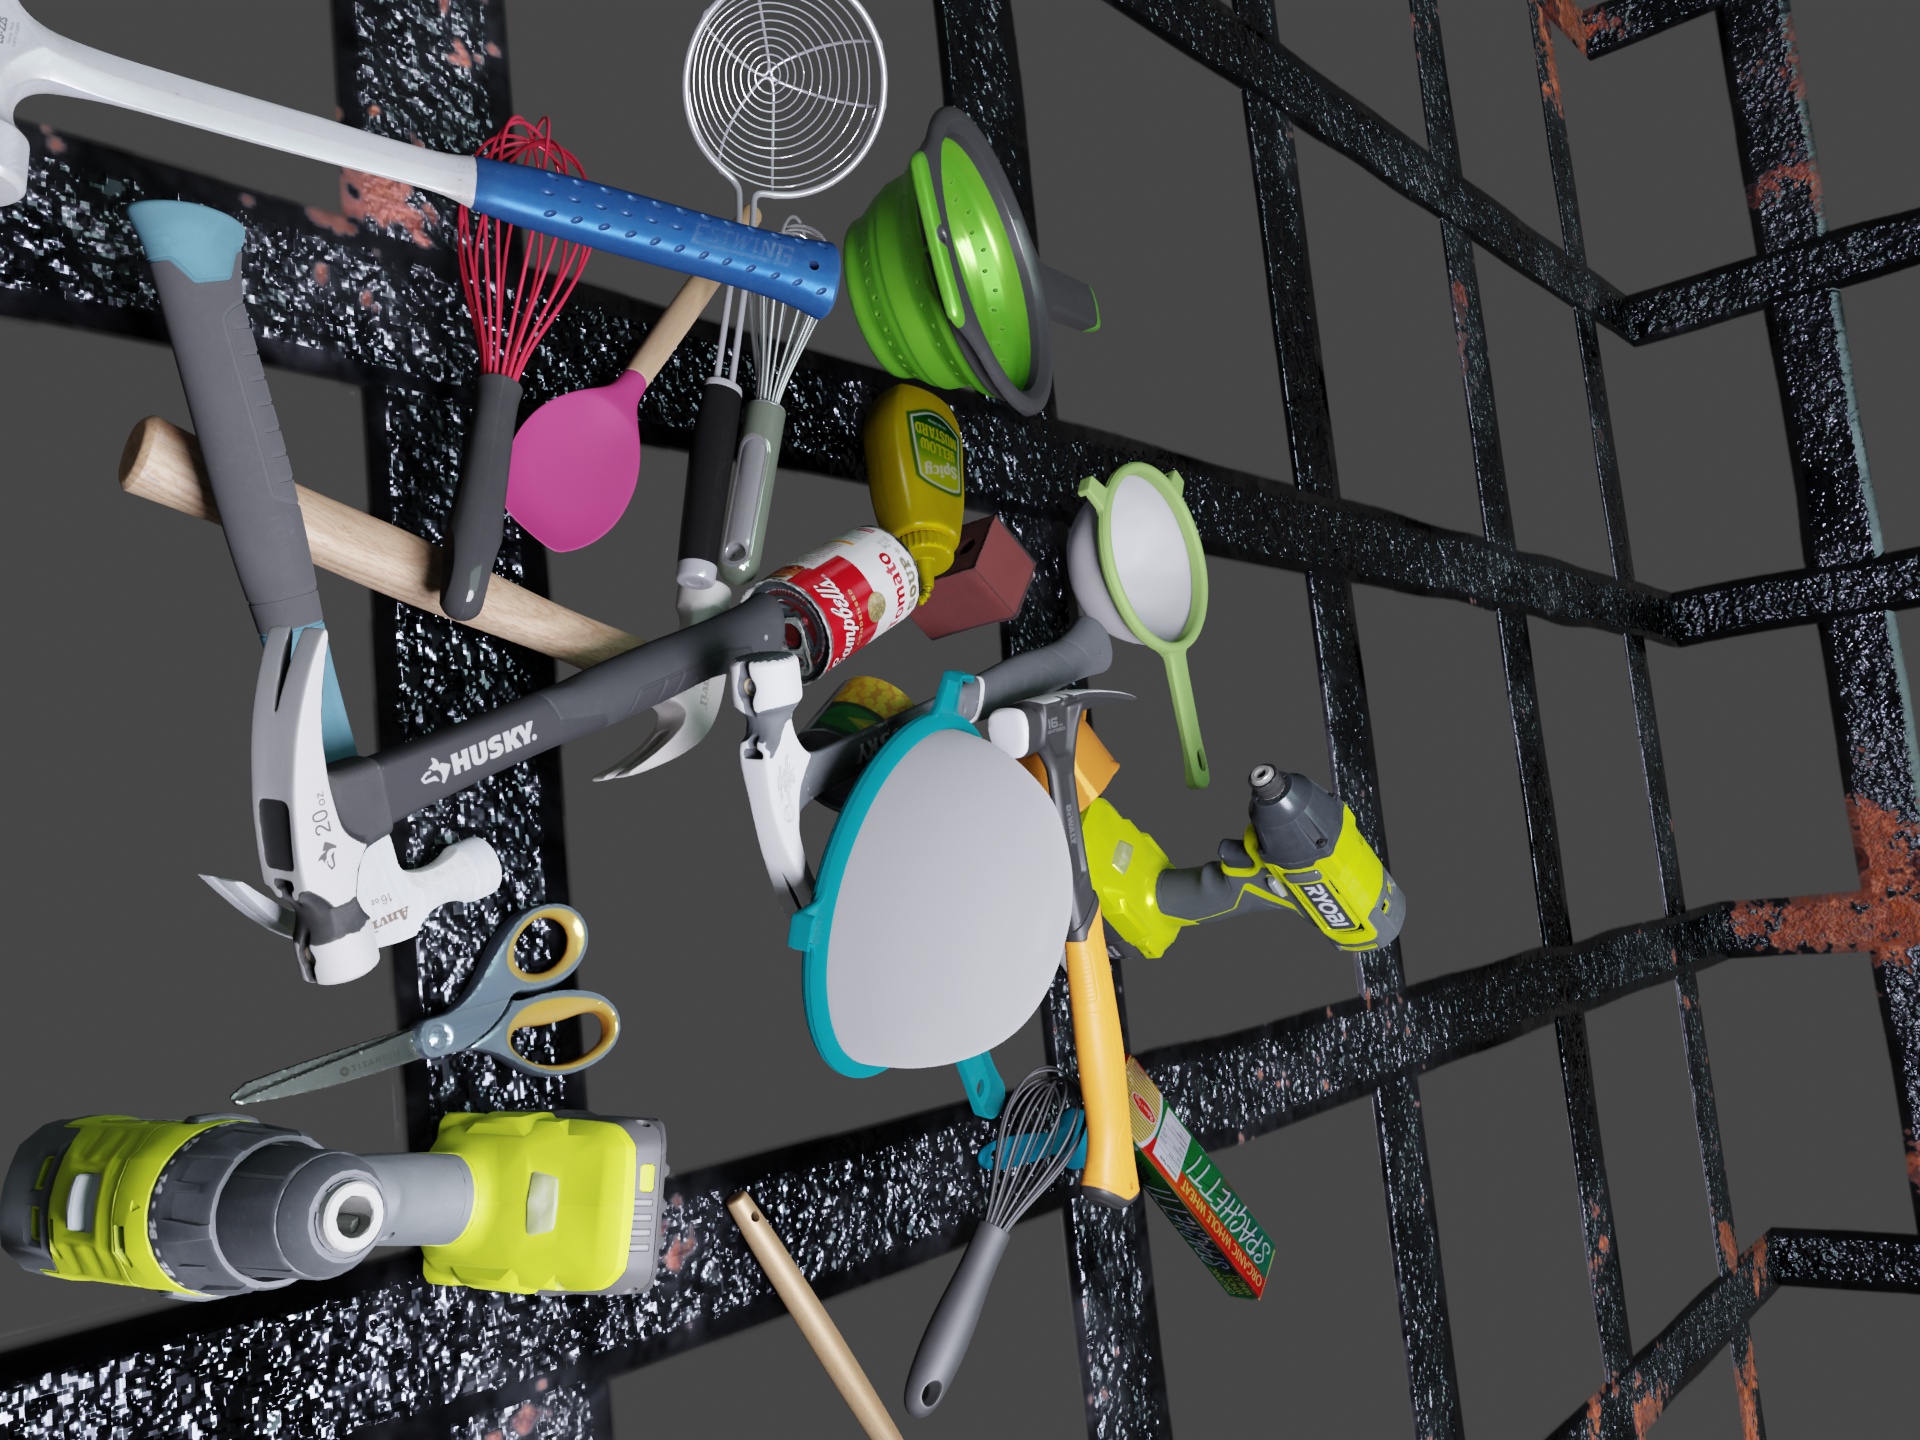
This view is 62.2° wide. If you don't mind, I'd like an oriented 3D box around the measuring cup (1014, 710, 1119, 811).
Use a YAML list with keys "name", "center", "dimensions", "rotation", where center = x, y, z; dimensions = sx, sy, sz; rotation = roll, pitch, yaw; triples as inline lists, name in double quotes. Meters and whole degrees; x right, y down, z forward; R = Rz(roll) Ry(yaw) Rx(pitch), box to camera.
- name: "measuring cup"
  center: [0.063, 0.009, 1.134]
  dimensions: [0.052, 0.095, 0.174]
  rotation: [53, 27, -22]

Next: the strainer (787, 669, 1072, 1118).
- name: "strainer"
  center: [0.018, 0.149, 0.925]
  dimensions: [0.211, 0.095, 0.340]
  rotation: [-59, 149, -34]

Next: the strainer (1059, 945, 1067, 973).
- name: "strainer"
  center: [0.052, 0.132, 1.108]
  dimensions: [0.258, 0.050, 0.087]
  rotation: [56, 0, -33]

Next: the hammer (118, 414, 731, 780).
- name: "hammer"
  center: [-0.248, -0.062, 0.793]
  dimensions: [0.331, 0.031, 0.130]
  rotation: [25, 62, -45]

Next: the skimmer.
- name: "skimmer"
  center: [-0.115, -0.254, 0.908]
  dimensions: [0.127, 0.090, 0.363]
  rotation: [17, 68, -33]

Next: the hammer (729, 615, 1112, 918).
- name: "hammer"
  center: [-0.002, -0.003, 0.976]
  dimensions: [0.409, 0.036, 0.149]
  rotation: [-24, 113, -57]

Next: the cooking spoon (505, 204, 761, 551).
- name: "cooking spoon"
  center: [-0.176, -0.209, 0.909]
  dimensions: [0.068, 0.017, 0.319]
  rotation: [44, 45, -24]

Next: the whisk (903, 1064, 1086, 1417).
- name: "whisk"
  center: [0.022, 0.328, 1.015]
  dimensions: [0.055, 0.055, 0.239]
  rotation: [49, 55, -32]

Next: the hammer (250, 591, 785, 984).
- name: "hammer"
  center: [-0.193, -0.010, 0.772]
  dimensions: [0.335, 0.035, 0.146]
  rotation: [-32, 121, -54]

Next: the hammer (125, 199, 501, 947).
- name: "hammer"
  center: [-0.293, -0.054, 0.690]
  dimensions: [0.128, 0.033, 0.331]
  rotation: [-27, 113, -48]

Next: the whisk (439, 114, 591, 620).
- name: "whisk"
  center: [-0.230, -0.184, 0.801]
  dimensions: [0.073, 0.073, 0.296]
  rotation: [26, 57, -45]

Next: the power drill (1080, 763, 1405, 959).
- name: "power drill"
  center: [0.177, 0.100, 1.121]
  dimensions: [0.171, 0.223, 0.080]
  rotation: [49, 47, -32]

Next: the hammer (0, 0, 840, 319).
- name: "hammer"
  center: [-0.243, -0.265, 0.758]
  dimensions: [0.405, 0.035, 0.144]
  rotation: [7, 73, -32]

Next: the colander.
- name: "colander"
  center: [0.011, -0.304, 1.141]
  dimensions: [0.397, 0.094, 0.204]
  rotation: [-21, 98, -69]

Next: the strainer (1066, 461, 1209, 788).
- name: "strainer"
  center: [0.139, -0.069, 1.240]
  dimensions: [0.151, 0.069, 0.256]
  rotation: [-16, 94, -54]

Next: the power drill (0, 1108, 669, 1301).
- name: "power drill"
  center: [-0.228, 0.193, 0.636]
  dimensions: [0.228, 0.190, 0.080]
  rotation: [22, 65, -51]

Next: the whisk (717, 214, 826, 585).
- name: "whisk"
  center: [-0.118, -0.198, 0.976]
  dimensions: [0.059, 0.058, 0.246]
  rotation: [60, 36, -70]

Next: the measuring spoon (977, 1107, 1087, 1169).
- name: "measuring spoon"
  center: [0.059, 0.293, 1.092]
  dimensions: [0.128, 0.021, 0.042]
  rotation: [6, 77, -50]

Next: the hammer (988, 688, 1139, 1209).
- name: "hammer"
  center: [0.084, 0.148, 1.026]
  dimensions: [0.127, 0.034, 0.337]
  rotation: [-14, 99, -51]

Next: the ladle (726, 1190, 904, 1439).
- name: "ladle"
  center: [-0.057, 0.404, 0.918]
  dimensions: [0.078, 0.062, 0.320]
  rotation: [-40, 106, -46]
